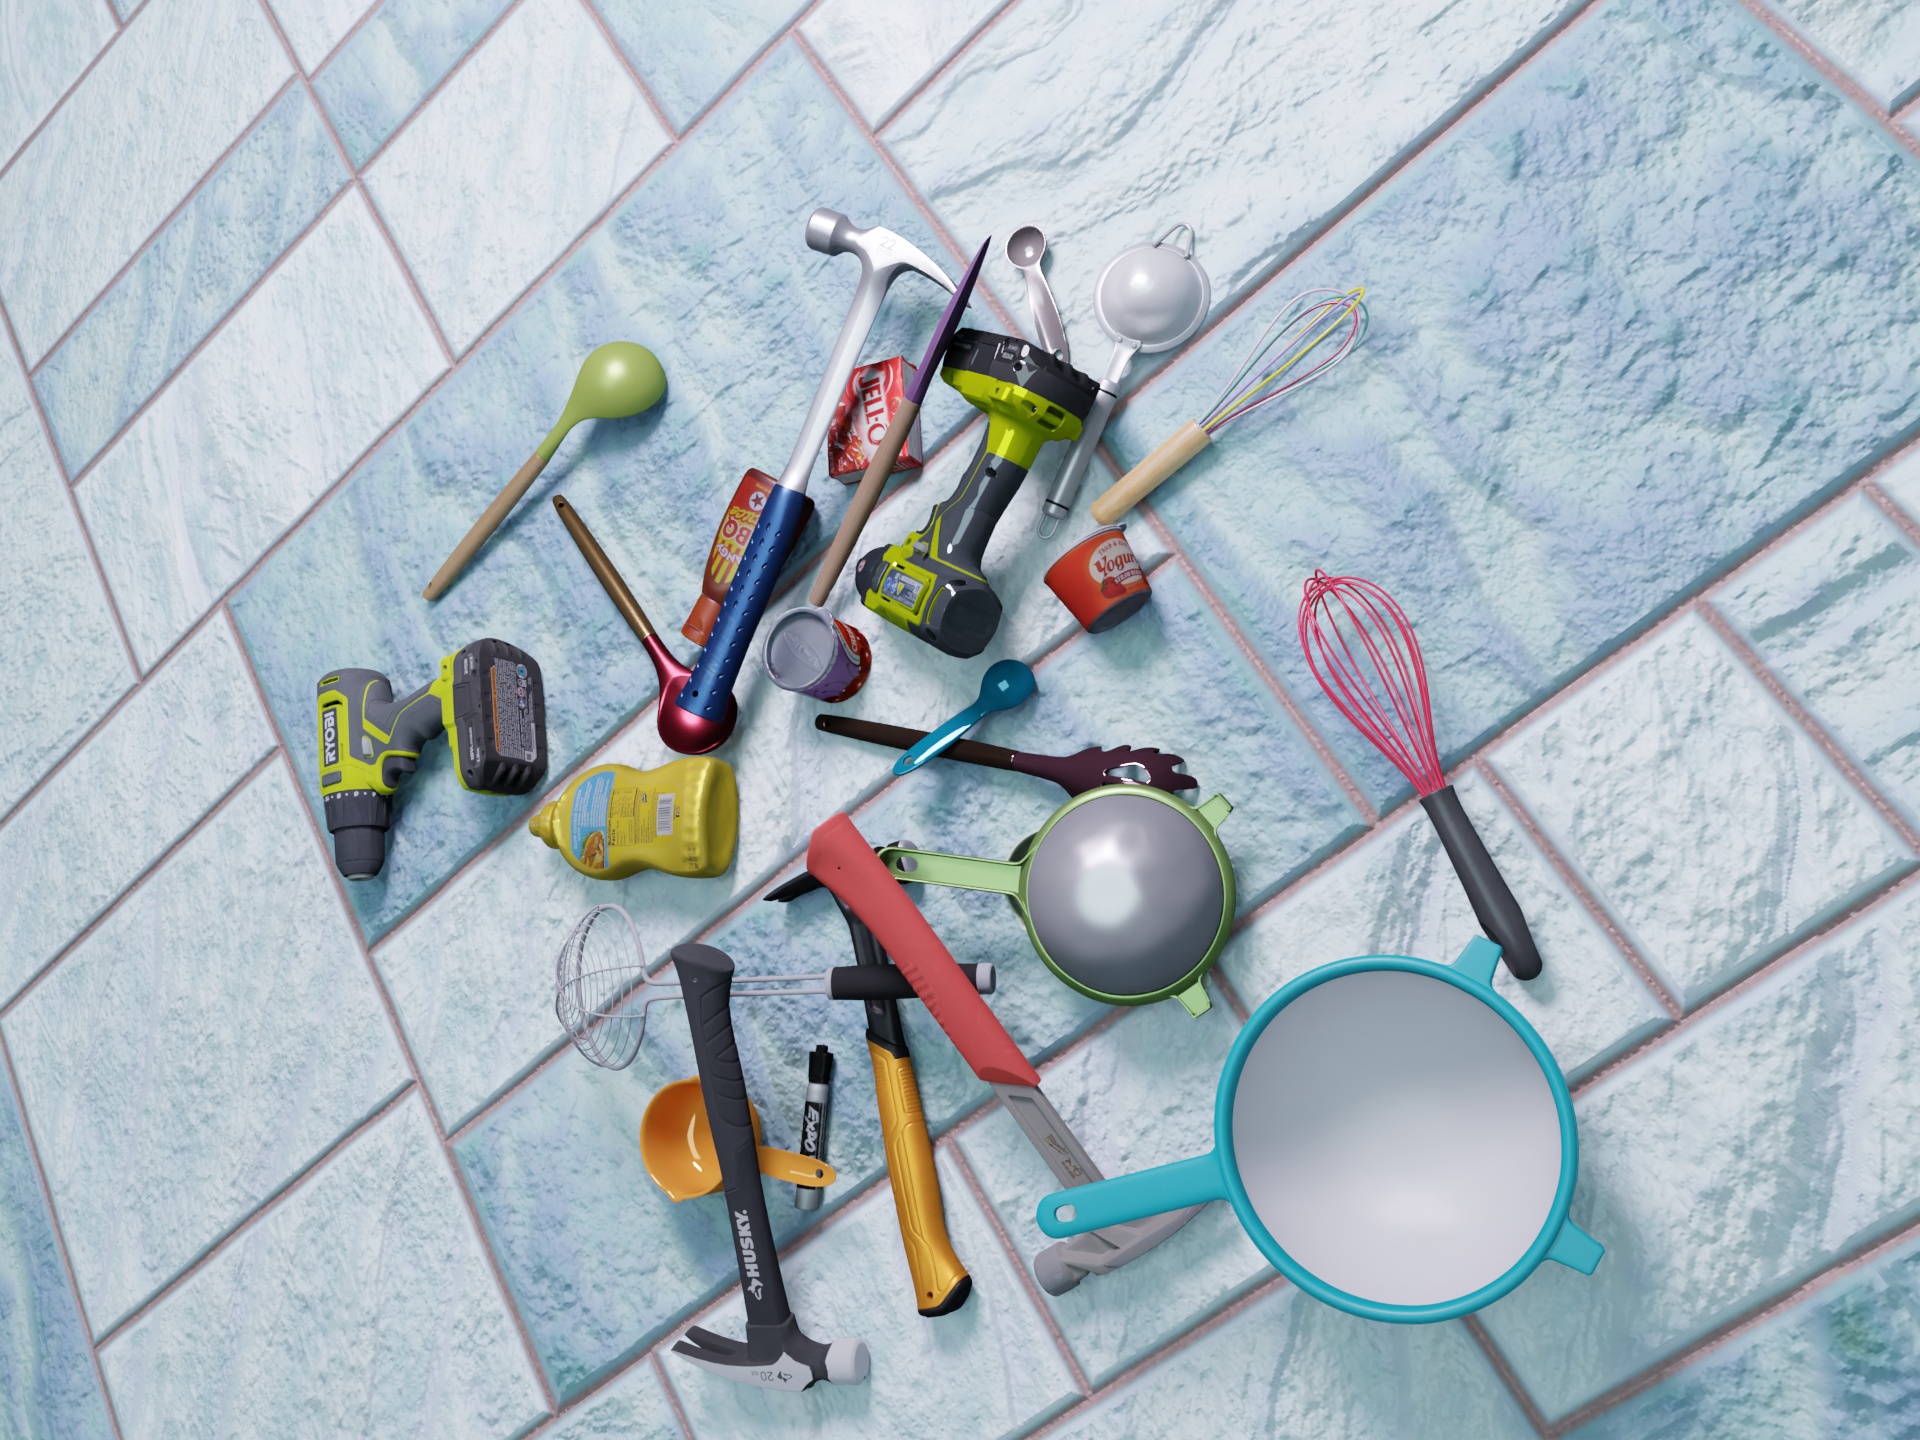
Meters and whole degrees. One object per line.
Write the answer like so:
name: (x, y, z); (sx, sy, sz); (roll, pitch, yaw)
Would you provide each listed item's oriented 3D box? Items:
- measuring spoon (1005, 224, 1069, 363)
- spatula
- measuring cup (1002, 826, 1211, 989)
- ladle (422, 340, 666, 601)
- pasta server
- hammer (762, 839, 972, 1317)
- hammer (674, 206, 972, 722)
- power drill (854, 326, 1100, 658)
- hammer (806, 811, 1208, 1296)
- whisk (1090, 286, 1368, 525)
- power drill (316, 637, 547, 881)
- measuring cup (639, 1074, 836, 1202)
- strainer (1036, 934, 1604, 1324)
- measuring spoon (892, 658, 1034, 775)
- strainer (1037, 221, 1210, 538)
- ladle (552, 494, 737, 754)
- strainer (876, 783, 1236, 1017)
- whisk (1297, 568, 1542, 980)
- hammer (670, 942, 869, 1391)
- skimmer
measuring spoon: (0.065, -0.324, 1.232); (0.034, 0.018, 0.124); (-19, 79, 23)
spatula: (-0.046, -0.220, 1.203); (0.018, 0.060, 0.315); (27, 114, -3)
measuring cup: (0.107, 0.137, 1.114); (0.168, 0.038, 0.083); (33, 96, 18)
ladle: (-0.380, -0.215, 1.428); (0.320, 0.062, 0.078); (-44, 55, 21)
pasta server: (0.023, 0.027, 1.181); (0.316, 0.040, 0.060); (11, 86, 32)
hammer: (-0.056, 0.264, 1.172); (0.127, 0.034, 0.337); (-20, 72, 22)
hammer: (-0.124, -0.189, 1.245); (0.144, 0.035, 0.405); (24, 94, 15)
power drill: (0.000, -0.171, 1.184); (0.171, 0.080, 0.223); (32, 98, 55)
hammer: (0.019, 0.210, 1.084); (0.149, 0.036, 0.359); (-38, 84, 18)
whisk: (0.191, -0.223, 1.136); (0.245, 0.051, 0.047); (-39, 45, 20)
power drill: (-0.479, 0.032, 1.408); (0.228, 0.080, 0.191); (-15, 74, 27)
measuring cup: (-0.159, 0.324, 1.205); (0.174, 0.052, 0.095); (7, 84, 25)
strainer: (0.214, 0.273, 0.996); (0.340, 0.095, 0.211); (-21, 70, 22)
measuring spoon: (-0.002, -0.004, 1.177); (0.128, 0.021, 0.042); (-38, 47, -3)
strainer: (0.113, -0.254, 1.179); (0.087, 0.050, 0.258); (25, 96, 14)
ladle: (-0.277, -0.086, 1.352); (0.069, 0.031, 0.316); (-33, 63, -8)
strainer: (0.054, 0.111, 1.076); (0.256, 0.069, 0.151); (6, 87, 18)
whisk: (0.297, 0.029, 1.023); (0.073, 0.073, 0.296); (-30, 74, 20)
hammer: (-0.165, 0.323, 1.151); (0.146, 0.035, 0.334); (-7, 98, 20)
skimmer: (-0.145, 0.196, 1.192); (0.363, 0.090, 0.127); (-4, 84, 14)
